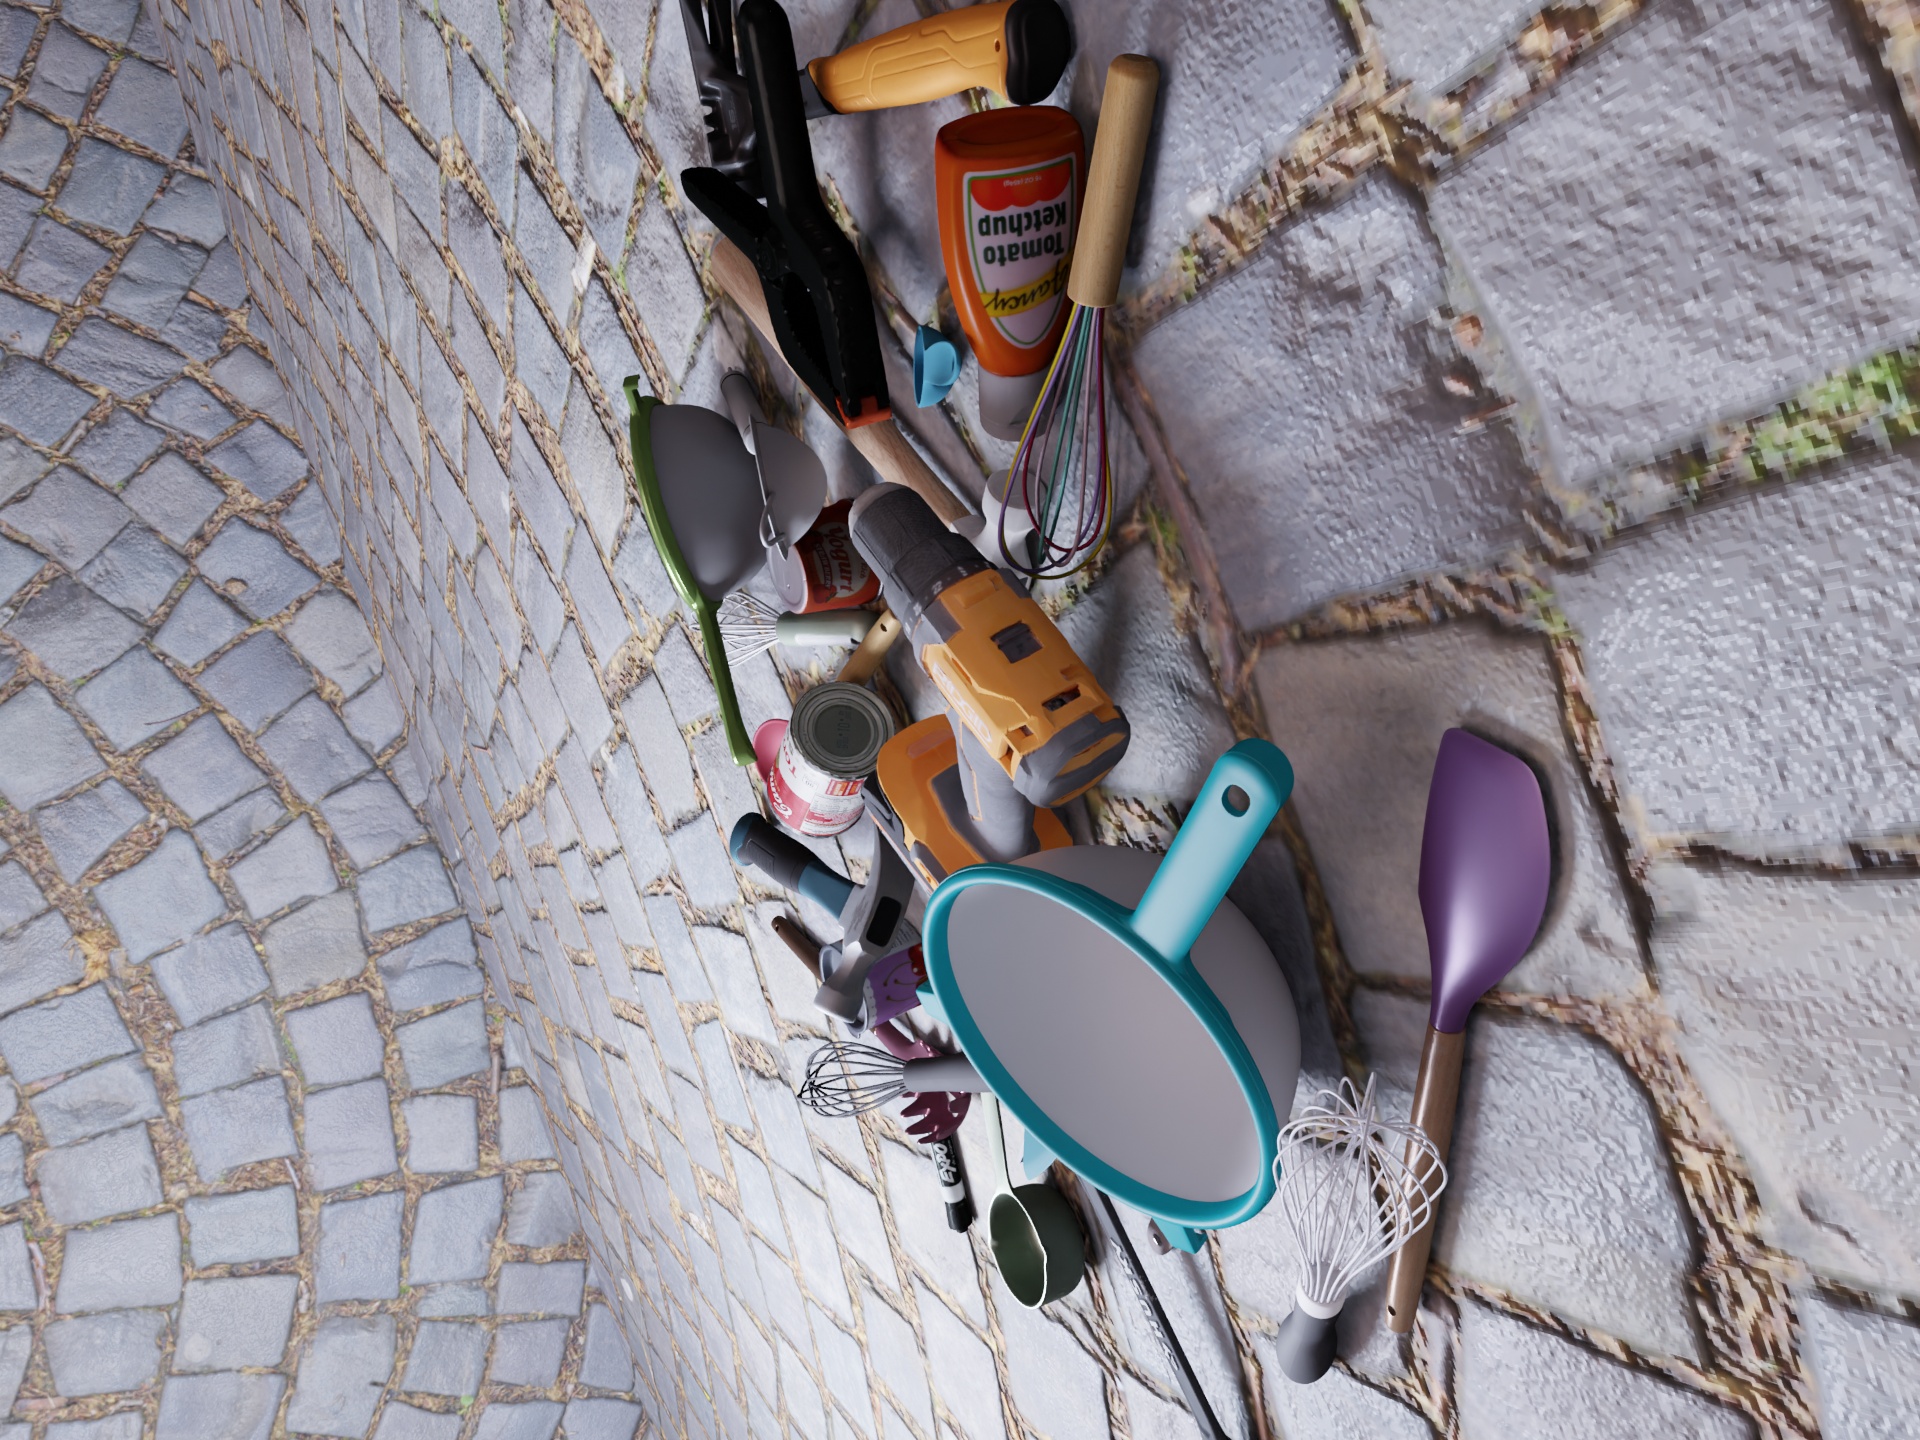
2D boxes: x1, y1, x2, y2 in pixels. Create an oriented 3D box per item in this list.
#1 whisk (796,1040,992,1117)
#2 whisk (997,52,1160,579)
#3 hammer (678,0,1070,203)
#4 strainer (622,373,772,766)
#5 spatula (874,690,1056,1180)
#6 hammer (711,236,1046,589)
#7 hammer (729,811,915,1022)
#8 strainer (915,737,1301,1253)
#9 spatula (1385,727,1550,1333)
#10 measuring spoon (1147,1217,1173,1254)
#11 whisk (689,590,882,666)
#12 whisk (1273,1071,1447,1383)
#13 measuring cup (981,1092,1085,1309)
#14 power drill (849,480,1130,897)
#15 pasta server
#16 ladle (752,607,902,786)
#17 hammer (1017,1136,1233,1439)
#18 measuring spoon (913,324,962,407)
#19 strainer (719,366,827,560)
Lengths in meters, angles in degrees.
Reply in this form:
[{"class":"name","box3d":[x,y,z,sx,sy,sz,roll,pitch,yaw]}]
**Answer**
[{"class":"whisk","box3d":[-0.027,0.237,1.063,0.239,0.055,0.055,-16,94,43]},{"class":"whisk","box3d":[0.058,-0.167,0.706,0.047,0.051,0.244,22,129,17]},{"class":"hammer","box3d":[-0.055,-0.331,0.801,0.337,0.034,0.127,23,128,55]},{"class":"strainer","box3d":[-0.147,-0.099,1.042,0.151,0.069,0.256,51,-157,-77]},{"class":"spatula","box3d":[0.002,0.117,0.969,0.318,0.044,0.082,63,155,22]},{"class":"hammer","box3d":[-0.060,-0.176,0.917,0.332,0.031,0.130,53,148,31]},{"class":"hammer","box3d":[-0.111,0.112,1.146,0.128,0.033,0.331,-64,23,-4]},{"class":"strainer","box3d":[0.100,0.097,0.723,0.211,0.095,0.340,41,144,17]},{"class":"spatula","box3d":[0.202,0.147,0.665,0.060,0.018,0.315,37,137,46]},{"class":"measuring spoon","box3d":[0.126,0.278,0.901,0.034,0.018,0.124,57,157,26]},{"class":"whisk","box3d":[-0.120,-0.062,1.089,0.246,0.057,0.059,5,77,56]},{"class":"whisk","box3d":[0.168,0.249,0.727,0.070,0.070,0.284,49,157,35]},{"class":"measuring cup","box3d":[0.043,0.297,1.046,0.083,0.038,0.168,-28,71,62]},{"class":"power drill","box3d":[-0.001,-0.003,0.828,0.185,0.084,0.226,52,157,22]},{"class":"pasta server","box3d":[-0.077,0.220,1.204,0.316,0.040,0.060,33,106,52]},{"class":"ladle","box3d":[-0.085,-0.011,1.054,0.069,0.031,0.315,48,153,2]},{"class":"hammer","box3d":[0.141,0.409,0.924,0.409,0.036,0.149,64,161,7]},{"class":"measuring spoon","box3d":[-0.005,-0.176,0.788,0.129,0.021,0.042,-132,42,-74]},{"class":"strainer","box3d":[-0.120,-0.171,0.975,0.259,0.050,0.086,-118,14,-55]}]
